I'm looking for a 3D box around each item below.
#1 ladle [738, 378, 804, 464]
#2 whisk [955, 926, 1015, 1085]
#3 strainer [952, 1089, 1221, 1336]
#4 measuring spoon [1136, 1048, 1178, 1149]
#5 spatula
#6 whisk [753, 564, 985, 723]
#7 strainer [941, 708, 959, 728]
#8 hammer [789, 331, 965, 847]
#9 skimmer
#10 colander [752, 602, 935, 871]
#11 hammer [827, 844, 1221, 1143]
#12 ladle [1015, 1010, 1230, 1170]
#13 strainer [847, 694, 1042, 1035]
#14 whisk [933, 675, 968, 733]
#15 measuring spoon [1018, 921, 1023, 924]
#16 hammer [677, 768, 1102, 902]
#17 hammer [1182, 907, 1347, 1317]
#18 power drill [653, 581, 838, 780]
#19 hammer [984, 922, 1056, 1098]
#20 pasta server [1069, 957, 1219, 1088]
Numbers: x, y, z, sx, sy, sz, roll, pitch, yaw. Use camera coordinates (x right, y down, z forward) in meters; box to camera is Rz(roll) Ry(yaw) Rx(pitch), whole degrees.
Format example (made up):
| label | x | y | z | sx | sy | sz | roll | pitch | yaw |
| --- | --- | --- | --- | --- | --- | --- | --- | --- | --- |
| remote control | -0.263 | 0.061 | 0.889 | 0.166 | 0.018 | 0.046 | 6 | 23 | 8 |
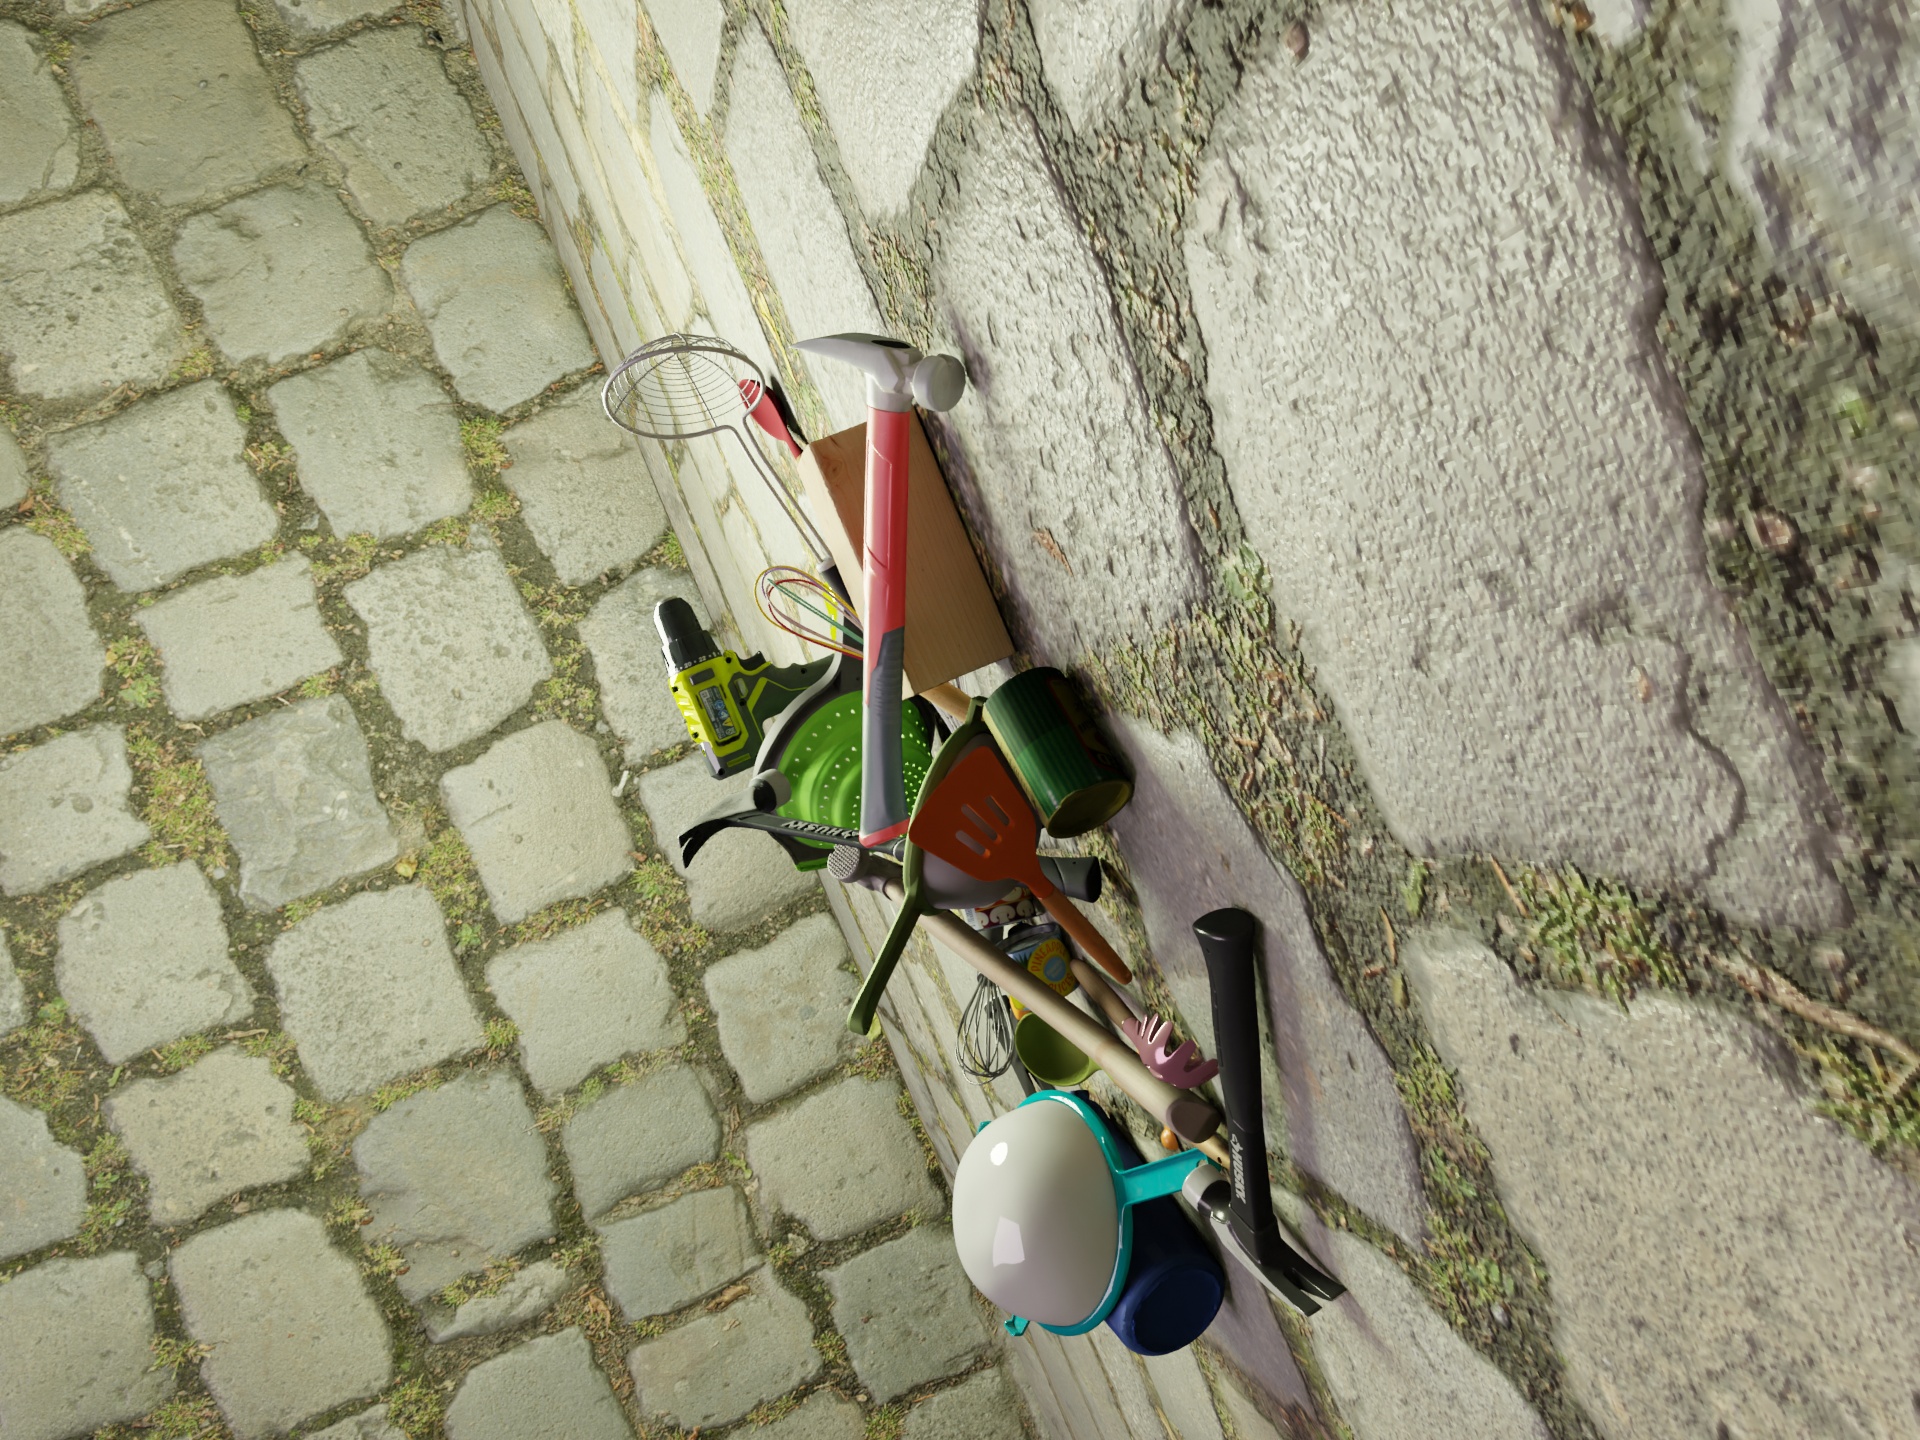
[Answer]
| label | x | y | z | sx | sy | sz | roll | pitch | yaw |
| --- | --- | --- | --- | --- | --- | --- | --- | --- | --- |
| ladle | -0.152 | -0.252 | 1.621 | 0.316 | 0.031 | 0.069 | 56 | 166 | 35 |
| whisk | 0.025 | 0.243 | 1.493 | 0.239 | 0.055 | 0.055 | -86 | -14 | -52 |
| strainer | 0.085 | 0.410 | 1.355 | 0.340 | 0.095 | 0.211 | -39 | 53 | 50 |
| measuring spoon | 0.162 | 0.315 | 1.348 | 0.021 | 0.011 | 0.117 | -152 | 41 | -71 |
| spatula | 0.063 | 0.127 | 1.157 | 0.041 | 0.081 | 0.322 | 34 | 170 | 37 |
| whisk | -0.063 | -0.050 | 1.305 | 0.245 | 0.047 | 0.051 | 33 | 172 | -7 |
| strainer | -0.050 | -0.091 | 1.419 | 0.087 | 0.050 | 0.258 | -11 | 116 | 36 |
| hammer | -0.067 | -0.086 | 1.169 | 0.143 | 0.038 | 0.386 | 23 | 122 | 37 |
| skimmer | -0.150 | -0.163 | 1.312 | 0.363 | 0.127 | 0.090 | 55 | -153 | -26 |
| colander | -0.084 | -0.013 | 1.498 | 0.095 | 0.204 | 0.396 | 37 | 131 | 45 |
| hammer | 0.058 | 0.223 | 1.330 | 0.411 | 0.038 | 0.146 | 33 | -179 | 39 |
| ladle | 0.135 | 0.311 | 1.322 | 0.320 | 0.062 | 0.078 | 21 | 127 | 66 |
| strainer | 0.000 | 0.119 | 1.139 | 0.069 | 0.256 | 0.151 | 14 | 146 | 20 |
| whisk | -0.001 | -0.005 | 1.380 | 0.070 | 0.070 | 0.284 | 45 | 160 | 60 |
| measuring spoon | 0.044 | 0.153 | 1.560 | 0.128 | 0.021 | 0.042 | 62 | -177 | -23 |
| hammer | -0.061 | 0.105 | 1.325 | 0.409 | 0.149 | 0.036 | 7 | 115 | 36 |
| hammer | 0.190 | 0.255 | 1.053 | 0.146 | 0.035 | 0.334 | 41 | 150 | 48 |
| power drill | -0.189 | -0.066 | 1.631 | 0.190 | 0.228 | 0.080 | 67 | 168 | 0 |
| hammer | 0.067 | 0.298 | 1.666 | 0.336 | 0.034 | 0.127 | 91 | 154 | -61 |
| pasta server | 0.133 | 0.229 | 1.261 | 0.060 | 0.040 | 0.316 | 39 | 179 | -11 |
